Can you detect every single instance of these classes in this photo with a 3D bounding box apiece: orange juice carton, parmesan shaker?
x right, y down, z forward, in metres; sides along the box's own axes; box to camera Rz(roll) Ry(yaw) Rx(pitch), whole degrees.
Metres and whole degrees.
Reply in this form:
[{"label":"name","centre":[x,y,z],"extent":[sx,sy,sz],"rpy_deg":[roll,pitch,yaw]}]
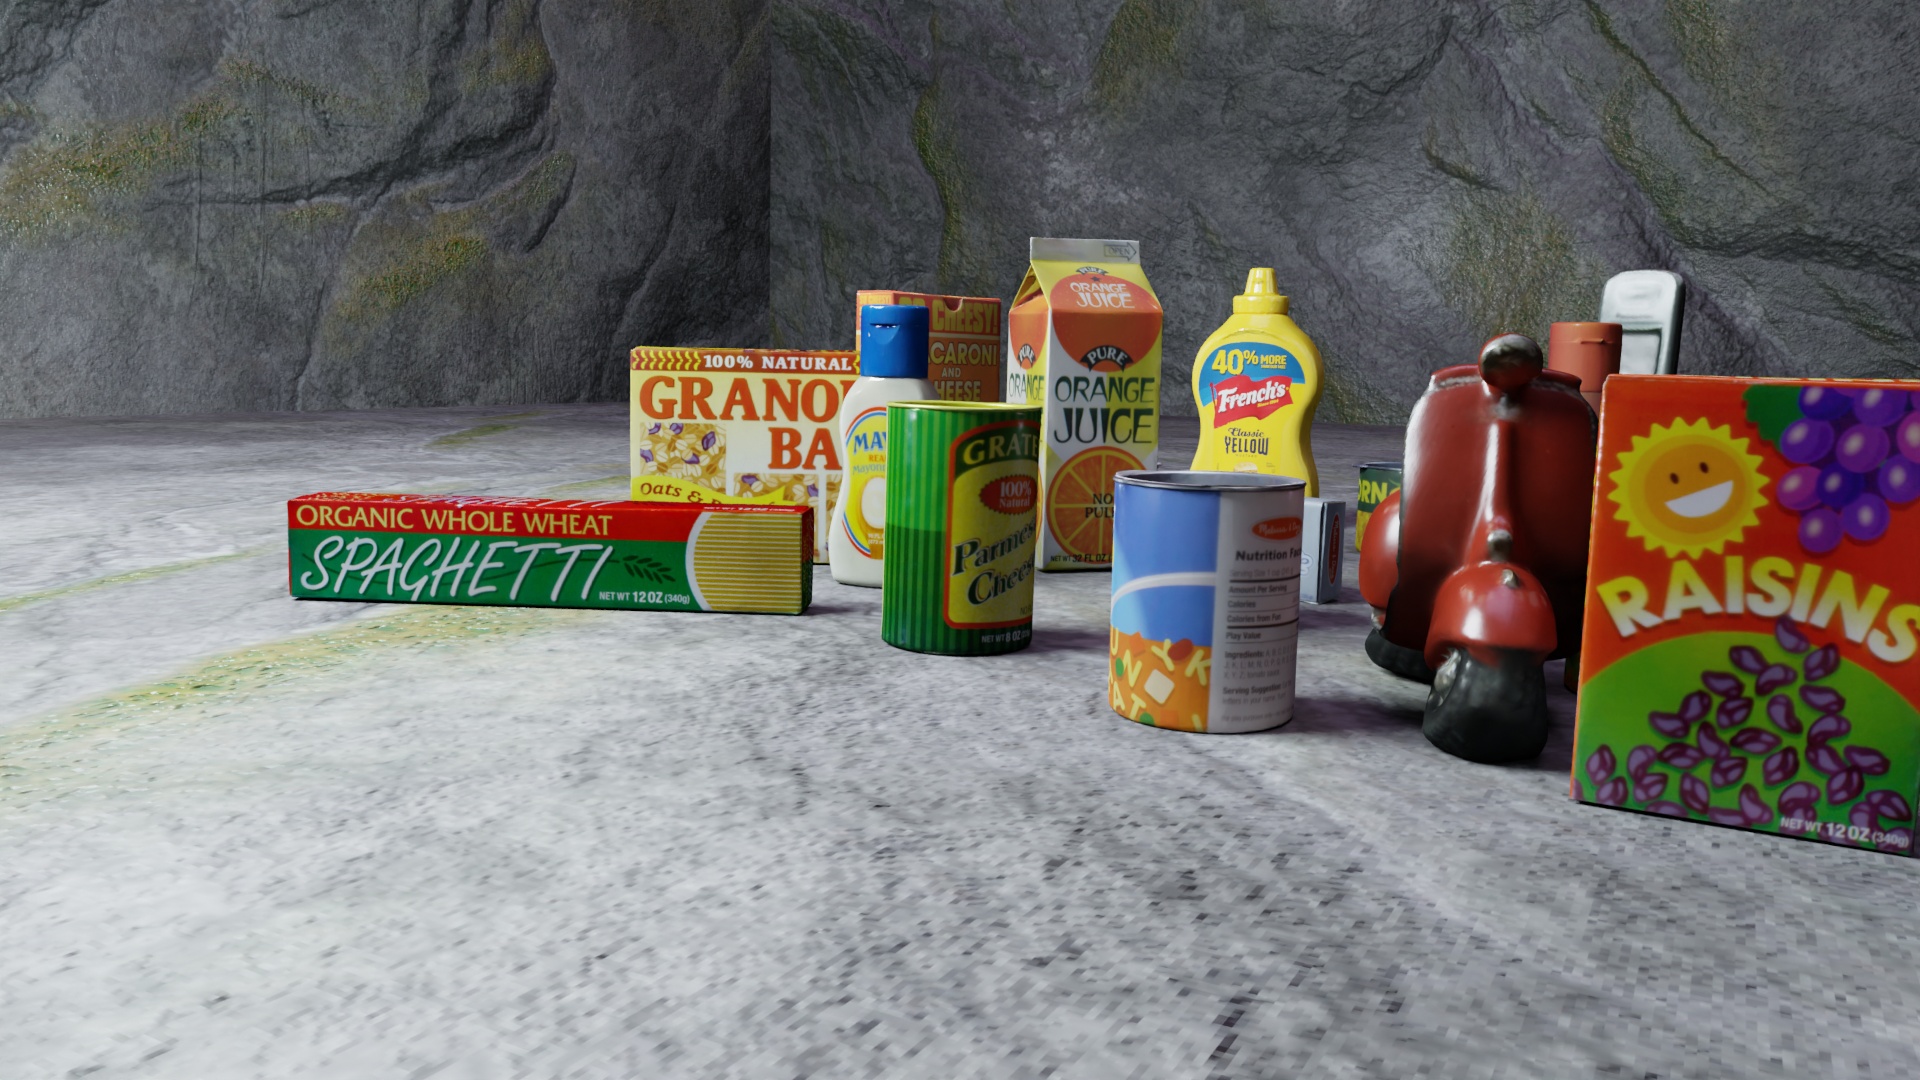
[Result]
[{"label":"orange juice carton","centre":[0.071,-0.081,0.823],"extent":[0.072,0.192,0.073],"rpy_deg":[-1,7,-18]},{"label":"parmesan shaker","centre":[0.002,-0.007,0.598],"extent":[0.071,0.103,0.071],"rpy_deg":[1,7,0]}]

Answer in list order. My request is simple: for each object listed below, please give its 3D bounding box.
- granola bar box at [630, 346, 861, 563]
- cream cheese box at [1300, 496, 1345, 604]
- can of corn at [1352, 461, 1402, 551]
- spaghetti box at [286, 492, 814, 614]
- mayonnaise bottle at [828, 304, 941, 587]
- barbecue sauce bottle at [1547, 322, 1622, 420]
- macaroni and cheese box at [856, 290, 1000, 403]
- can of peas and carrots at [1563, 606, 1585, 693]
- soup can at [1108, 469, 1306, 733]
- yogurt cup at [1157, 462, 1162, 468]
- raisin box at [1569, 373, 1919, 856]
[{"label":"granola bar box","centre":[-0.106,-0.050,0.812],"extent":[0.166,0.124,0.039],"rpy_deg":[1,7,-4]},{"label":"cream cheese box","centre":[0.155,0.001,0.749],"extent":[0.104,0.053,0.024],"rpy_deg":[8,10,43]},{"label":"can of corn","centre":[0.291,-0.020,0.910],"extent":[0.071,0.058,0.071],"rpy_deg":[1,7,0]},{"label":"spaghetti box","centre":[-0.196,0.006,0.664],"extent":[0.250,0.050,0.029],"rpy_deg":[2,7,2]},{"label":"mayonnaise bottle","centre":[-0.037,-0.050,0.737],"extent":[0.065,0.147,0.041],"rpy_deg":[4,7,17]},{"label":"barbecue sauce bottle","centre":[0.340,-0.045,0.767],"extent":[0.065,0.148,0.044],"rpy_deg":[3,7,15]},{"label":"macaroni and cheese box","centre":[-0.022,-0.098,1.026],"extent":[0.040,0.166,0.124],"rpy_deg":[7,9,39]},{"label":"can of peas and carrots","centre":[0.268,0.031,0.527],"extent":[0.071,0.058,0.071],"rpy_deg":[1,7,0]},{"label":"soup can","centre":[0.084,0.019,0.490],"extent":[0.071,0.083,0.071],"rpy_deg":[1,7,0]},{"label":"yogurt cup","centre":[0.101,-0.029,0.955],"extent":[0.072,0.054,0.072],"rpy_deg":[1,7,0]},{"label":"raisin box","centre":[0.222,0.016,0.387],"extent":[0.086,0.123,0.040],"rpy_deg":[5,8,29]}]
